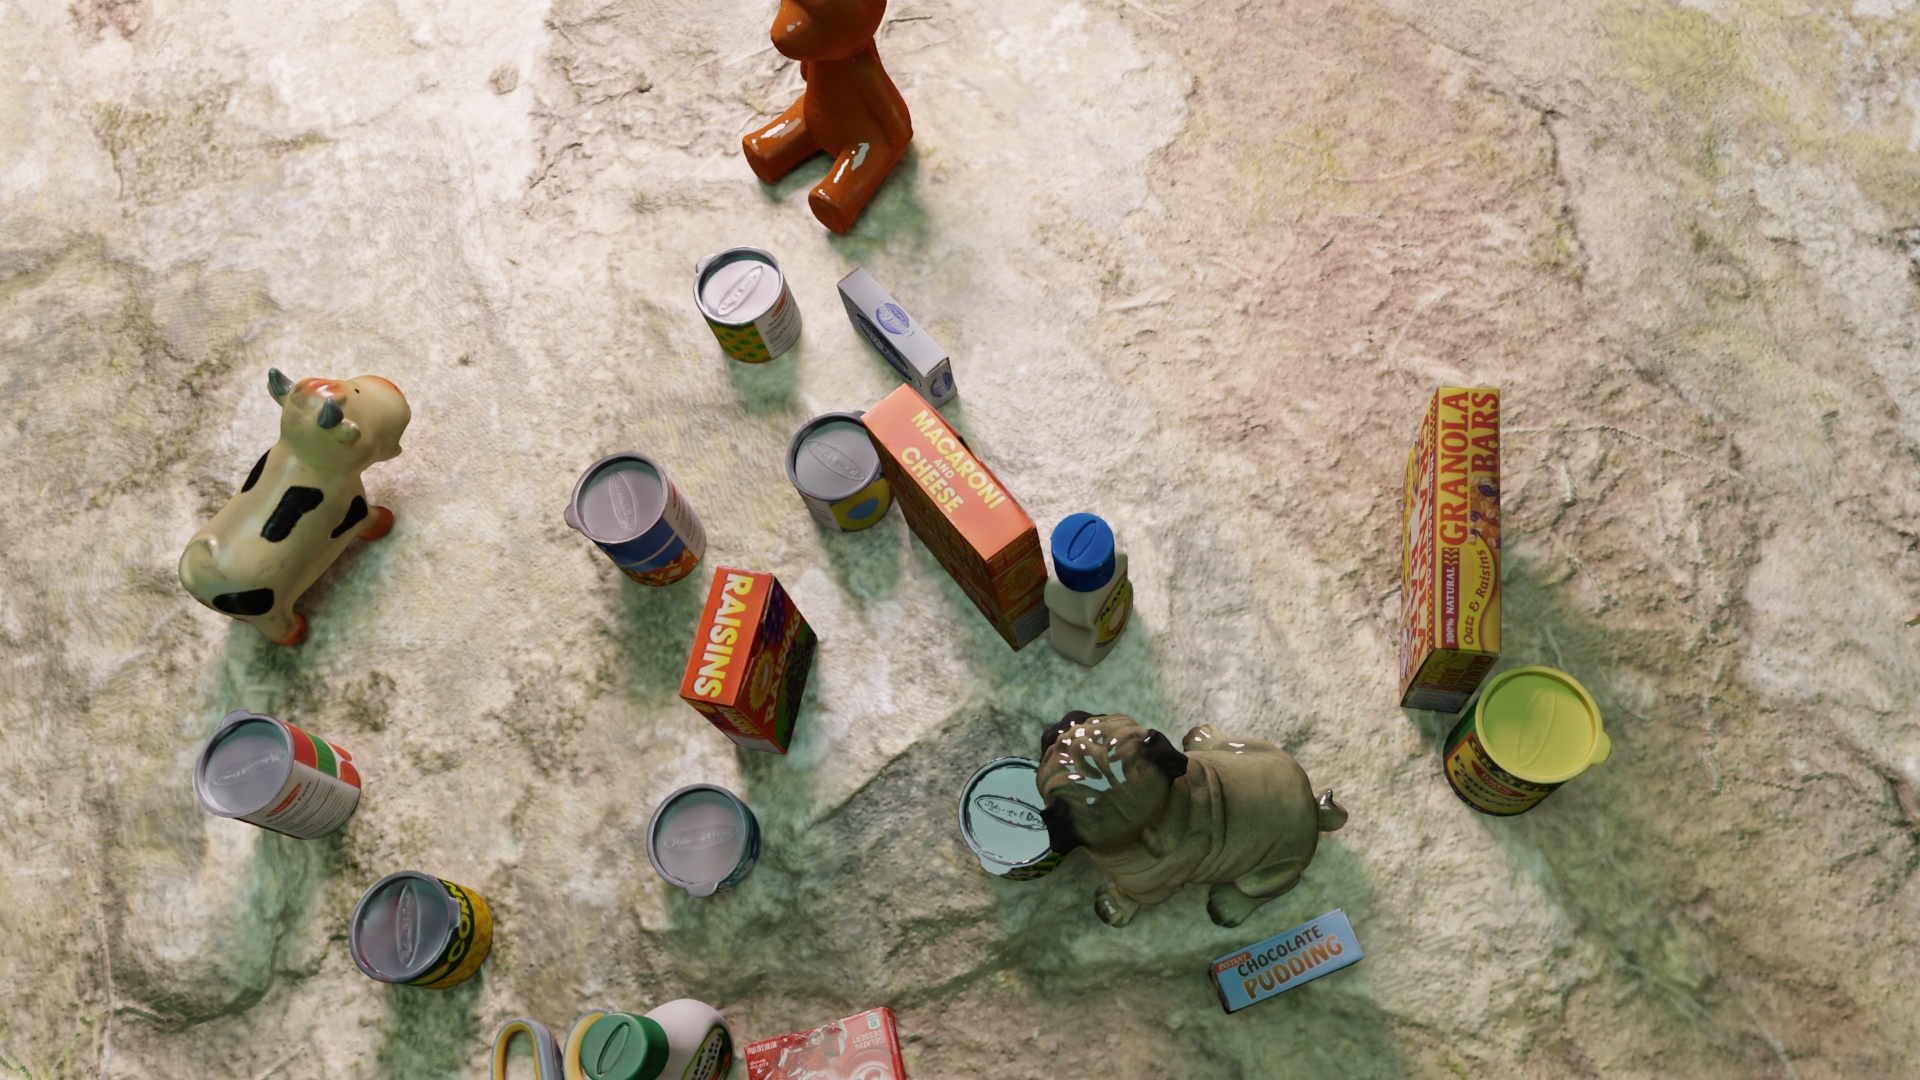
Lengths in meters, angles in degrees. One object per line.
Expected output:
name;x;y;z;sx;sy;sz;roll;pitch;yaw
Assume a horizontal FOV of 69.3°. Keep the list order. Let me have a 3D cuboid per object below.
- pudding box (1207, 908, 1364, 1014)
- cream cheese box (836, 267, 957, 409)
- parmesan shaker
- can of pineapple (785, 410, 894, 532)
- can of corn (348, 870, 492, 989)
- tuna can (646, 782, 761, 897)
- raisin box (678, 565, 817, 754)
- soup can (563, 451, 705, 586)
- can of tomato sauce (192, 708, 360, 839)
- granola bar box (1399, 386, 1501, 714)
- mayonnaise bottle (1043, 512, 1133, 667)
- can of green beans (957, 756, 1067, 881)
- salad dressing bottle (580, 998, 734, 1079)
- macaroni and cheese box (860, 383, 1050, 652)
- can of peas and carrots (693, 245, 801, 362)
pudding box;0.186;0.242;0.797;0.084;0.049;0.030;-22;67;-1
cream cheese box;-0.044;-0.143;0.988;0.024;0.053;0.104;-39;68;-8
parmesan shaker;0.323;0.119;0.800;0.071;0.102;0.071;-3;67;7
can of pineapple;-0.079;-0.047;0.950;0.071;0.057;0.071;-3;67;7
can of corn;-0.331;0.242;0.863;0.071;0.058;0.071;-3;67;7
tuna can;-0.161;0.191;0.875;0.071;0.032;0.071;-3;67;7
raisin box;-0.129;0.077;0.869;0.040;0.123;0.086;10;69;12
soup can;-0.219;-0.012;0.941;0.071;0.083;0.071;-3;67;7
can of tomato sauce;-0.442;0.153;0.902;0.071;0.083;0.071;-3;67;7
granola bar box;0.294;0.008;0.840;0.039;0.123;0.166;4;68;10
mayonnaise bottle;0.078;0.028;0.848;0.041;0.147;0.065;29;75;18
can of green beans;0.035;0.170;0.843;0.071;0.057;0.071;-3;67;7
salad dressing bottle;-0.168;0.287;0.774;0.044;0.147;0.064;22;73;16
macaroni and cheese box;0.003;-0.011;0.865;0.040;0.166;0.124;-38;68;-8
can of peas and carrots;-0.156;-0.172;1.013;0.071;0.058;0.071;-3;67;7
